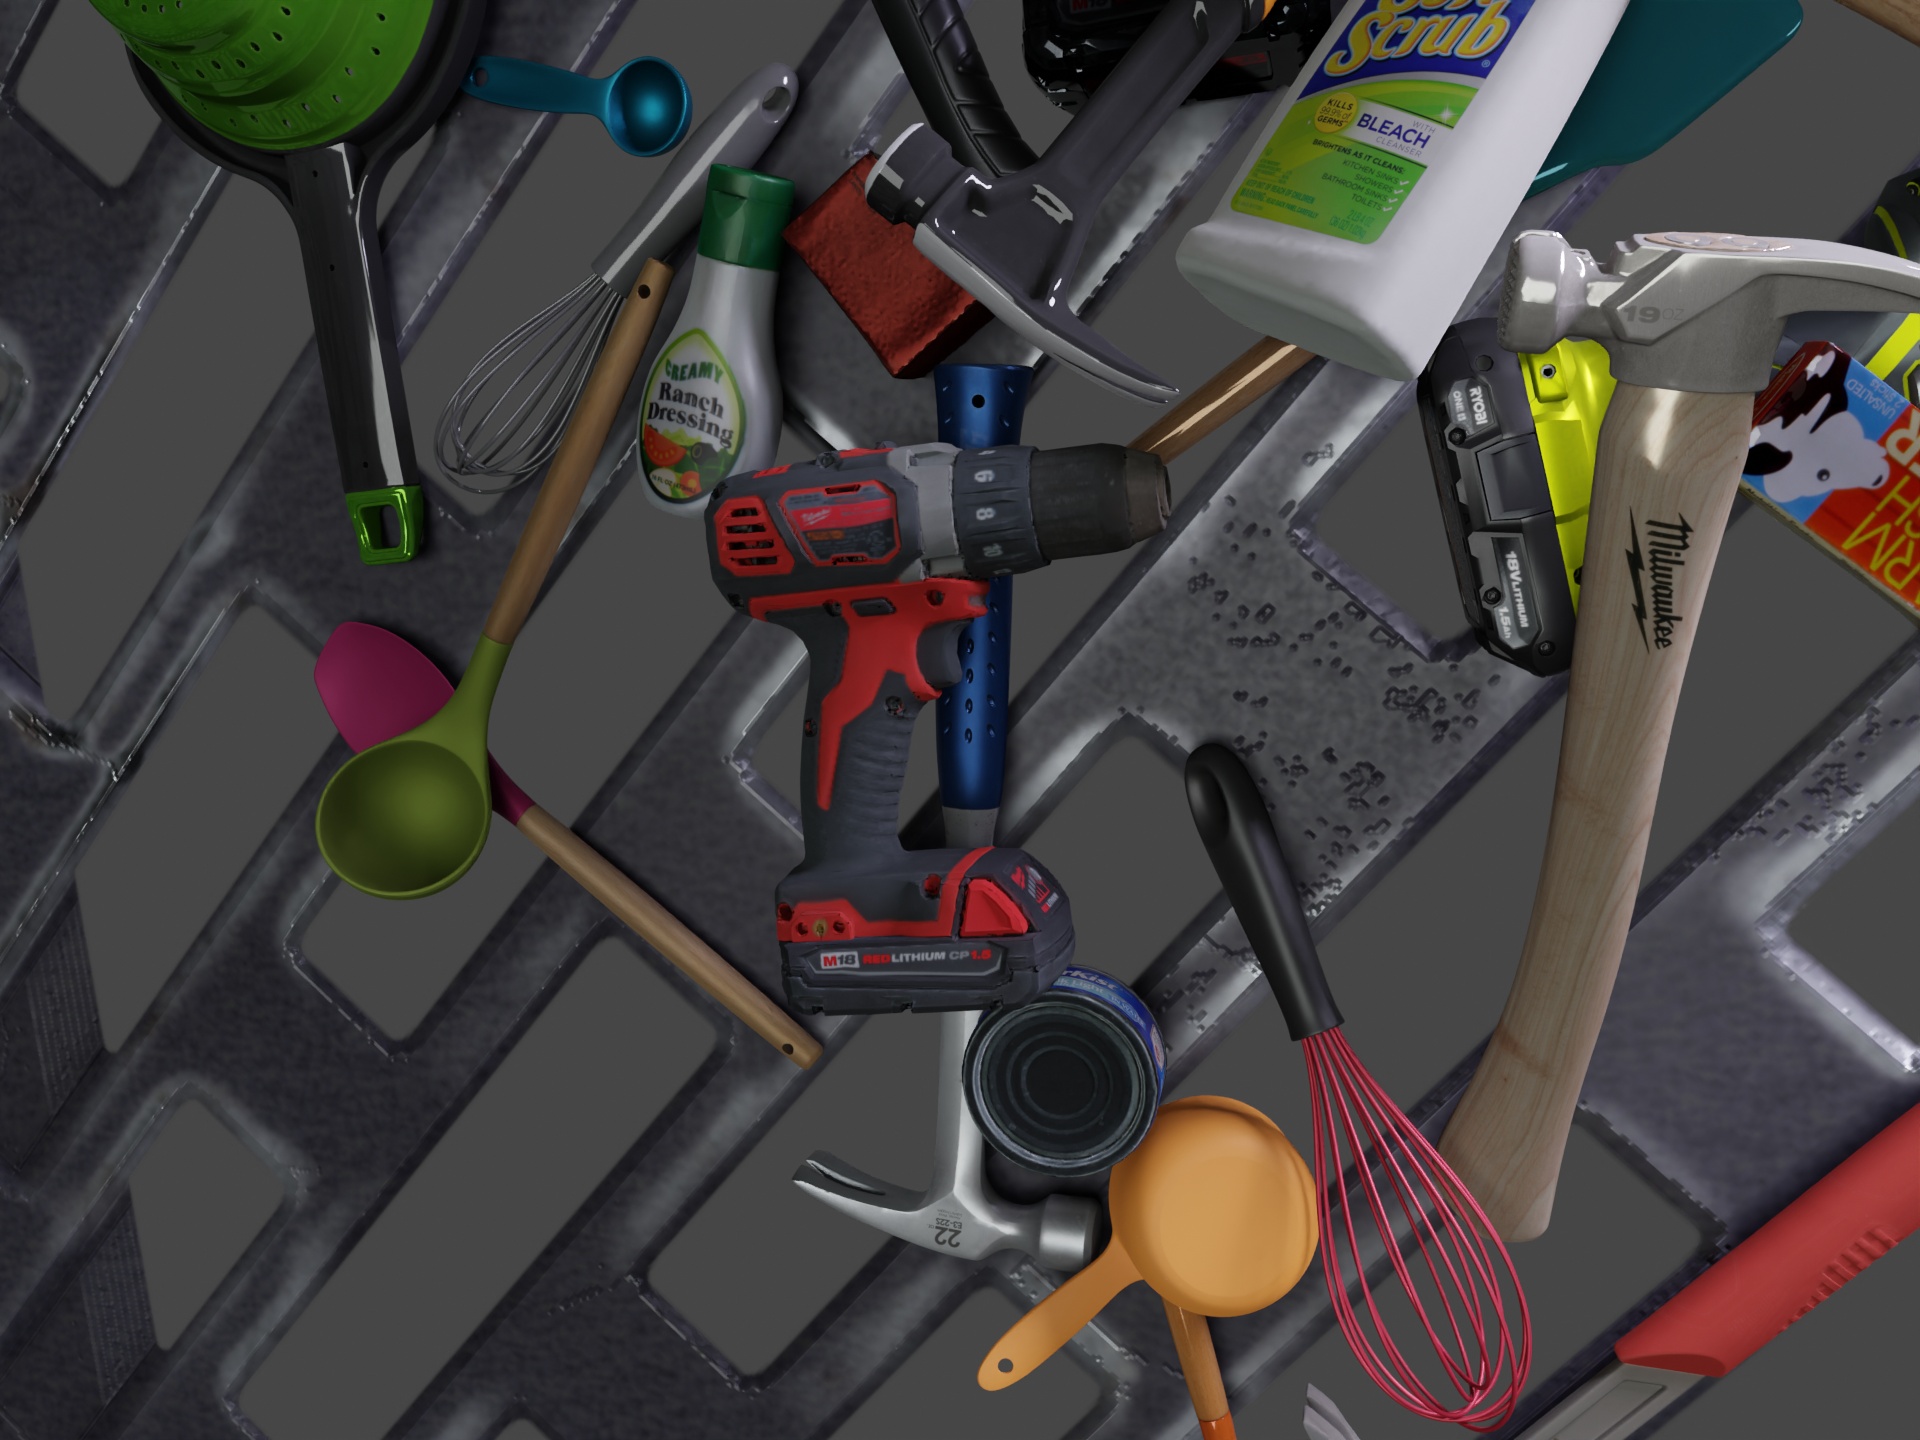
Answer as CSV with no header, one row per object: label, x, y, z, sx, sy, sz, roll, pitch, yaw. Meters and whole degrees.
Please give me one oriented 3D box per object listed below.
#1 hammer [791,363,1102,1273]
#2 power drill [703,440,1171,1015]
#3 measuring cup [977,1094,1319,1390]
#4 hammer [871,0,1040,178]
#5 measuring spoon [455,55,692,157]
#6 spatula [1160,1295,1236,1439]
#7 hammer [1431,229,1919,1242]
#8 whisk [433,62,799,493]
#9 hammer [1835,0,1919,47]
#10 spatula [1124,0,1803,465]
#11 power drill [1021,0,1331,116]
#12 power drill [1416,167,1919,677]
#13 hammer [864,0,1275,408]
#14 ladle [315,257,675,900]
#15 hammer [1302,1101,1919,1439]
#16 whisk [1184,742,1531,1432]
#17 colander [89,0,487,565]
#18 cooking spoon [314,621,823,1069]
hammer,-0.002,0.048,0.711,0.144,0.035,0.405,4,100,14
power drill,-0.001,-0.002,0.647,0.188,0.080,0.226,-5,95,15
measuring cup,0.078,0.237,0.683,0.173,0.052,0.095,-38,91,-5
hammer,-0.045,-0.340,0.657,0.146,0.035,0.335,-24,93,17
measuring spoon,-0.172,-0.280,0.714,0.129,0.021,0.042,18,102,21
spatula,0.110,0.291,0.731,0.081,0.041,0.322,-15,91,16
hammer,0.243,0.035,0.579,0.146,0.038,0.410,7,120,12
whisk,-0.152,-0.194,0.707,0.055,0.055,0.239,45,103,4
hammer,0.405,-0.190,0.520,0.331,0.031,0.130,33,68,5
spatula,0.163,-0.180,0.624,0.317,0.044,0.082,-36,65,19
power drill,0.069,-0.355,0.604,0.143,0.078,0.219,-3,95,14
power drill,0.296,-0.097,0.587,0.223,0.080,0.171,-13,96,14
hammer,0.119,-0.269,0.543,0.127,0.034,0.337,39,89,-4
ladle,-0.203,-0.058,0.714,0.078,0.062,0.320,29,106,3
hammer,0.314,0.237,0.659,0.149,0.037,0.359,43,108,5
whisk,0.155,0.147,0.657,0.073,0.073,0.296,-24,79,17
colander,-0.308,-0.264,0.705,0.204,0.094,0.397,-4,99,18
cooking spoon,-0.192,0.063,0.774,0.319,0.017,0.068,39,110,6
